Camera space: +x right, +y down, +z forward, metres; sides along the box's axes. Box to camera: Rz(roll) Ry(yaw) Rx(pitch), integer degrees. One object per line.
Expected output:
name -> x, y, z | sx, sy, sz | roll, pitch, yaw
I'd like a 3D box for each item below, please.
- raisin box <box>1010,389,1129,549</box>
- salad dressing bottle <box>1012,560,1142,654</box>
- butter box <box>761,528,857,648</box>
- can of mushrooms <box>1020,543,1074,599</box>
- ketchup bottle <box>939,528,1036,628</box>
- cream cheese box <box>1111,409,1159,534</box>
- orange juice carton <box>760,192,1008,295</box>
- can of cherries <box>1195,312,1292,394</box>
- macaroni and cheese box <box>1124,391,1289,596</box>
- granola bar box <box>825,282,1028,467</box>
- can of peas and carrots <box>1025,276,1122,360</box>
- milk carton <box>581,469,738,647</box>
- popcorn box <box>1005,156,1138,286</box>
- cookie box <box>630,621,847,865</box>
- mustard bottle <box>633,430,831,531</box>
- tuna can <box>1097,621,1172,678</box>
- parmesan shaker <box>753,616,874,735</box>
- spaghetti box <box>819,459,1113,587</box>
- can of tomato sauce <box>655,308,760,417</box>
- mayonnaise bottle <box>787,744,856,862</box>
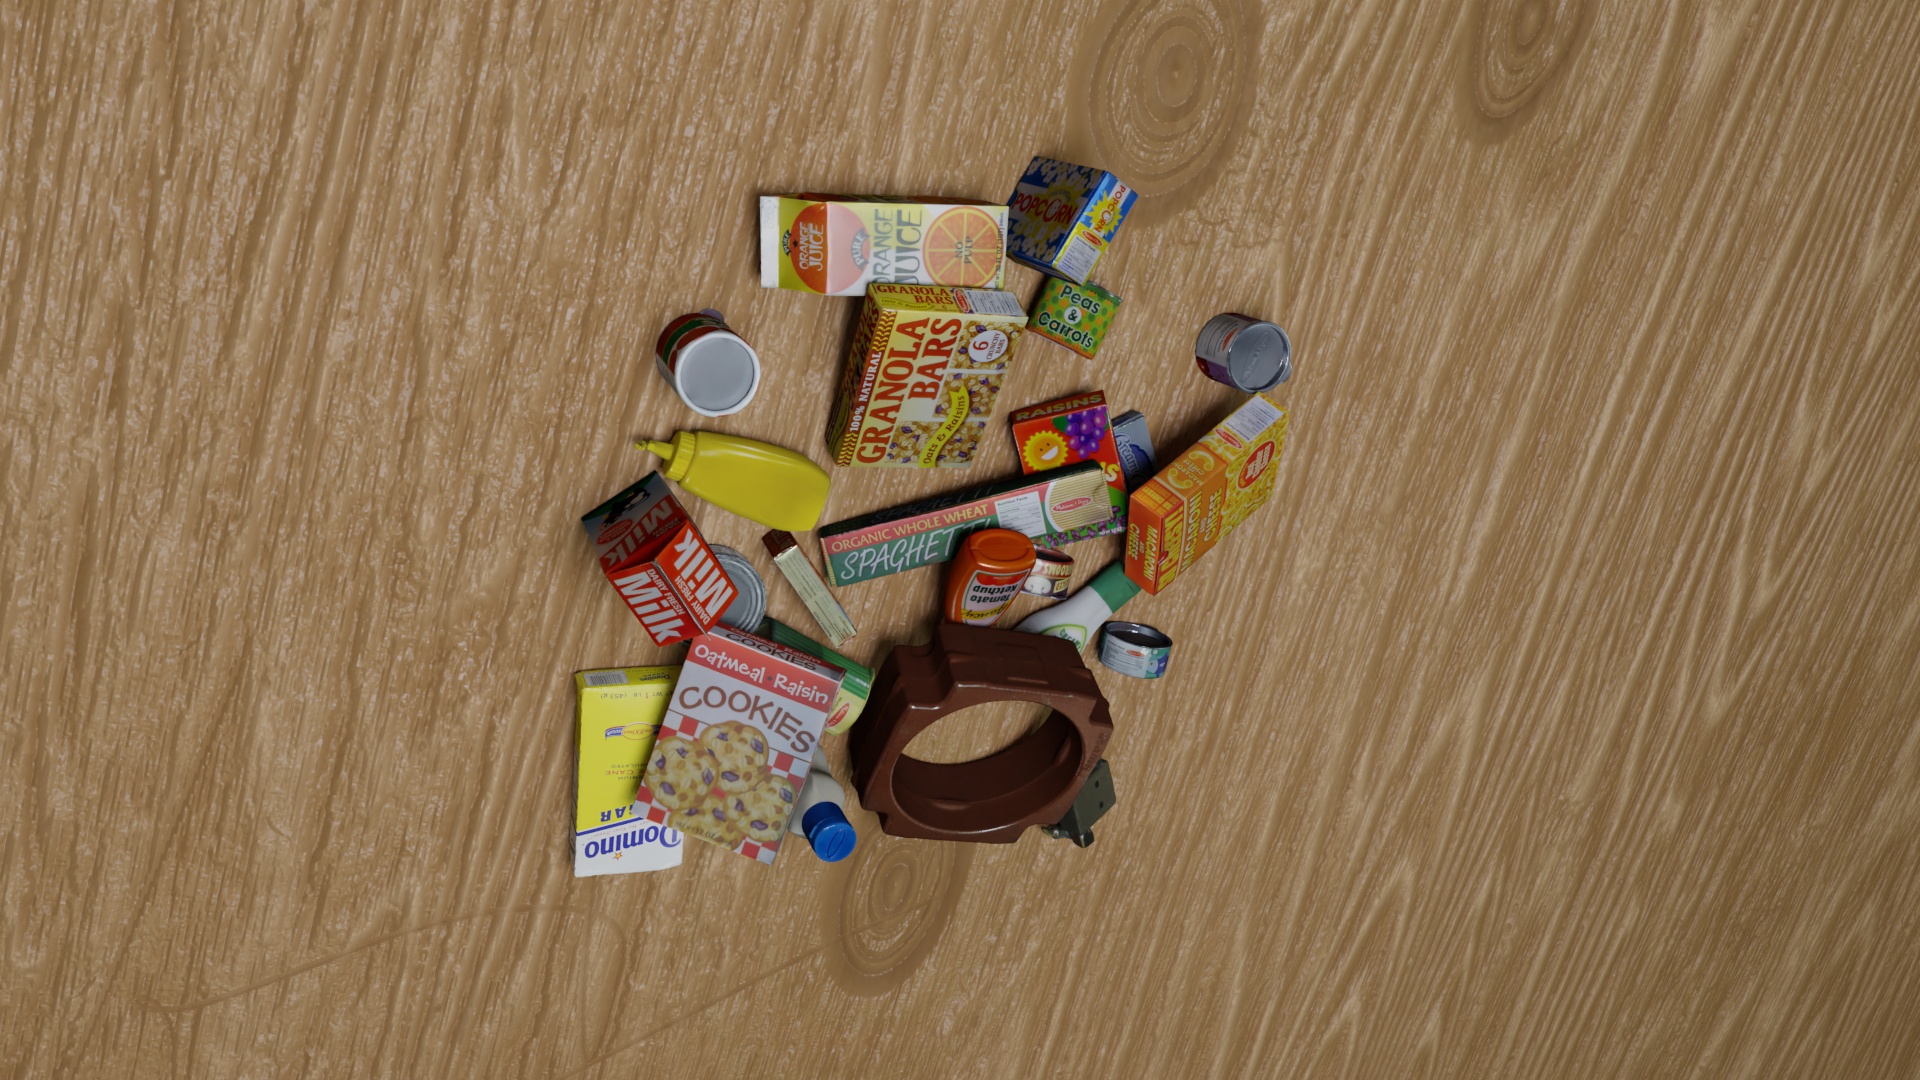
raisin box -> 0.099, -0.062, 1.227 | 0.086, 0.040, 0.123 | -13, 114, 7
salad dressing bottle -> 0.102, 0.078, 1.286 | 0.148, 0.044, 0.064 | -40, 119, -6
butter box -> -0.127, 0.038, 1.175 | 0.024, 0.053, 0.103 | -34, 116, -5
can of mushrooms -> 0.069, 0.026, 1.241 | 0.071, 0.071, 0.033 | 8, 103, -24
ketchup bottle -> 0.014, 0.050, 1.202 | 0.065, 0.044, 0.148 | -1, 143, -22
cream cheese box -> 0.153, -0.062, 1.272 | 0.053, 0.024, 0.103 | -25, 115, -13
orange juice carton -> -0.064, -0.234, 1.099 | 0.193, 0.073, 0.071 | -4, 110, -21
can of cherries -> 0.257, -0.169, 1.260 | 0.071, 0.058, 0.071 | -7, 109, -21
macaroni and cheese box -> 0.220, -0.040, 1.246 | 0.167, 0.040, 0.123 | -38, 150, -22
granola bar box -> -0.030, -0.131, 1.124 | 0.124, 0.039, 0.164 | -1, 137, -23
can of peas and carrots -> 0.096, -0.192, 1.179 | 0.071, 0.071, 0.058 | 21, 99, -27
milk carton -> -0.226, 0.016, 1.049 | 0.073, 0.191, 0.072 | -34, 117, -8
popcorn box -> 0.079, -0.259, 1.119 | 0.038, 0.127, 0.085 | 28, 96, -30
cookie box -> -0.179, 0.162, 1.125 | 0.123, 0.040, 0.167 | 21, 99, -1
mustard bottle -> -0.186, -0.056, 1.121 | 0.160, 0.049, 0.065 | 20, 100, -26
tuna can -> 0.165, 0.103, 1.310 | 0.071, 0.071, 0.032 | 5, 106, -24
parmesan shaker -> -0.135, 0.114, 1.188 | 0.103, 0.071, 0.071 | 32, 94, -27
spaghetti box -> 0.004, -0.015, 1.192 | 0.250, 0.029, 0.050 | -14, 113, -2
can of tomato sauce -> -0.194, -0.137, 1.072 | 0.071, 0.083, 0.071 | -7, 110, -20
mayonnaise bottle -> -0.127, 0.221, 1.181 | 0.041, 0.148, 0.064 | 24, 98, -28
